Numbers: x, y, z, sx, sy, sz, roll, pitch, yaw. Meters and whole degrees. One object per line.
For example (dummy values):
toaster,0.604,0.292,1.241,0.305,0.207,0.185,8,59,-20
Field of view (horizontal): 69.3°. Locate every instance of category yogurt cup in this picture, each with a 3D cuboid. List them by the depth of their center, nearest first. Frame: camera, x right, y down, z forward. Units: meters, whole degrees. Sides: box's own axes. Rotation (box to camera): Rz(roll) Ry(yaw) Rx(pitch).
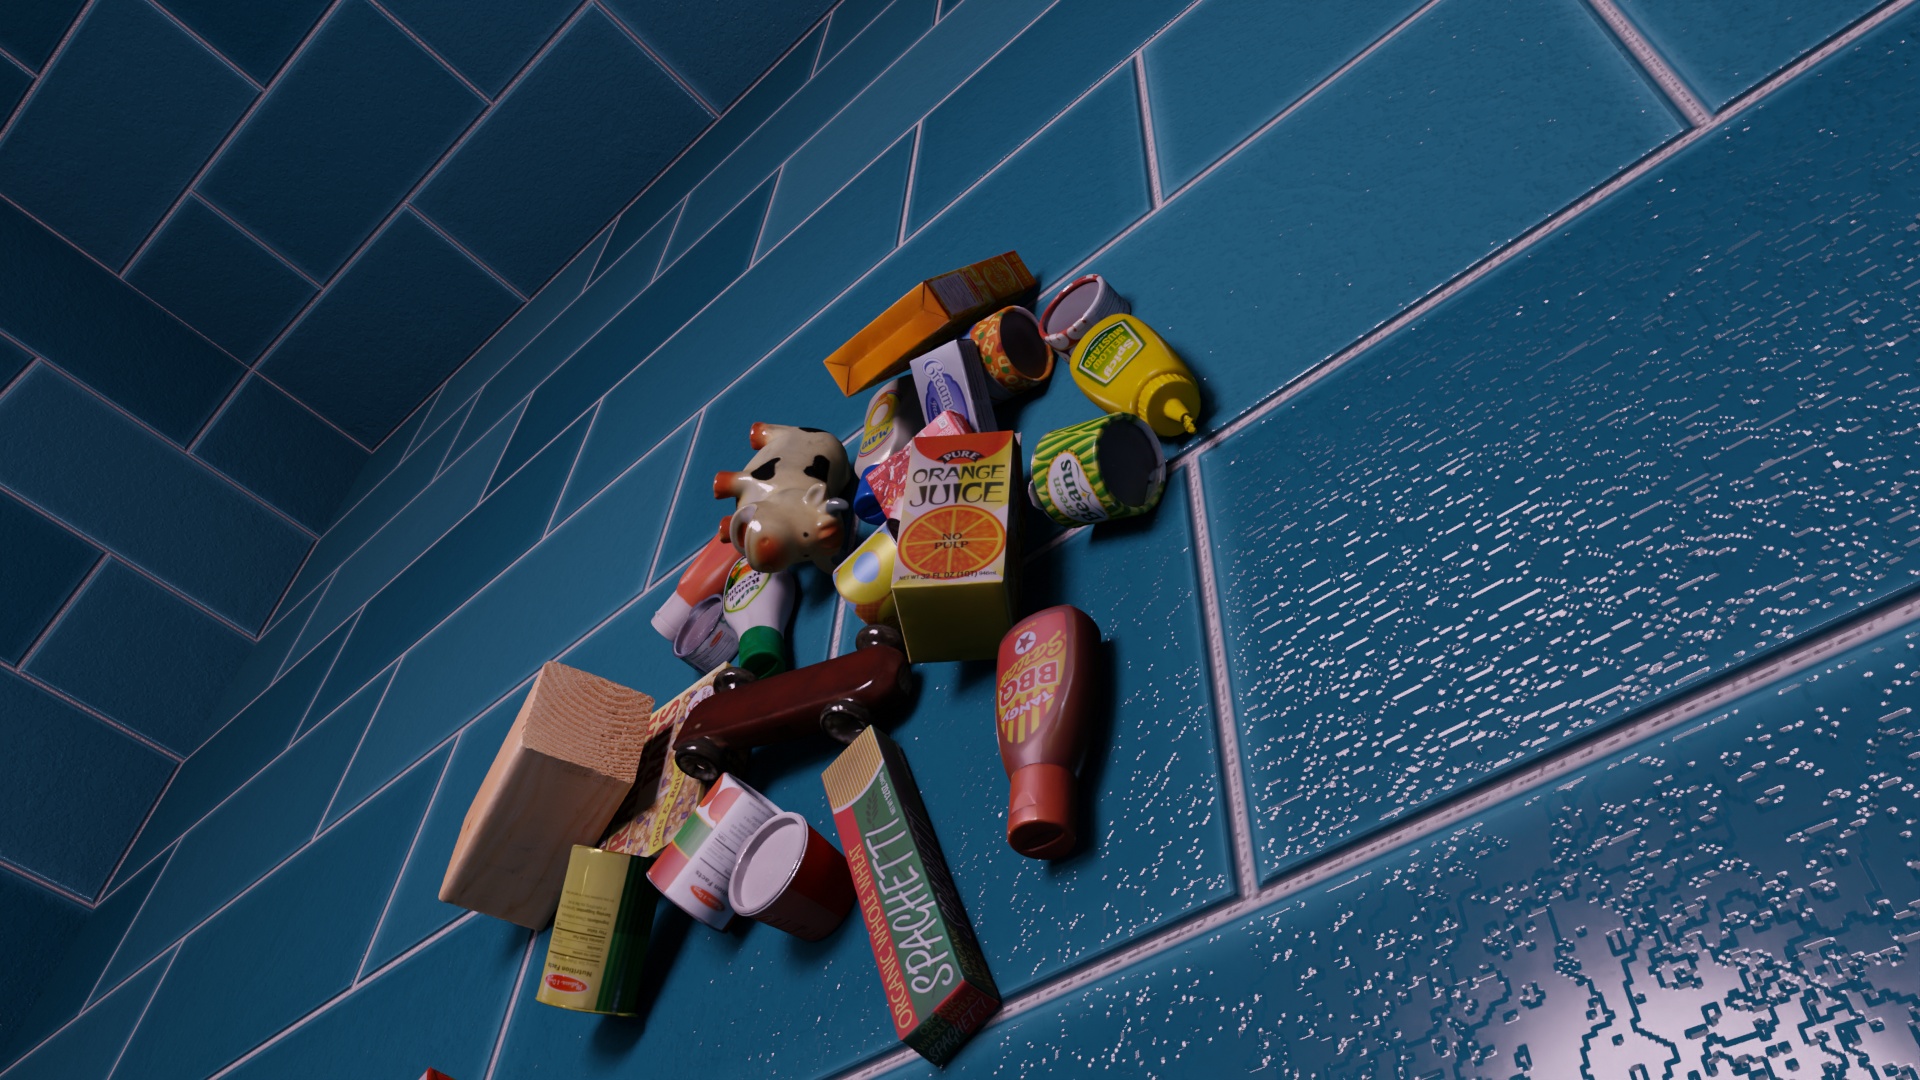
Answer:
yogurt cup,-0.100,0.209,0.850,0.072,0.054,0.073,-36,30,25

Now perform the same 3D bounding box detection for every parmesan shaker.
parmesan shaker,-0.240,0.264,0.945,0.071,0.071,0.103,-9,65,52

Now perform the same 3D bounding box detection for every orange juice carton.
orange juice carton,0.003,-0.012,0.931,0.072,0.072,0.194,-4,41,8

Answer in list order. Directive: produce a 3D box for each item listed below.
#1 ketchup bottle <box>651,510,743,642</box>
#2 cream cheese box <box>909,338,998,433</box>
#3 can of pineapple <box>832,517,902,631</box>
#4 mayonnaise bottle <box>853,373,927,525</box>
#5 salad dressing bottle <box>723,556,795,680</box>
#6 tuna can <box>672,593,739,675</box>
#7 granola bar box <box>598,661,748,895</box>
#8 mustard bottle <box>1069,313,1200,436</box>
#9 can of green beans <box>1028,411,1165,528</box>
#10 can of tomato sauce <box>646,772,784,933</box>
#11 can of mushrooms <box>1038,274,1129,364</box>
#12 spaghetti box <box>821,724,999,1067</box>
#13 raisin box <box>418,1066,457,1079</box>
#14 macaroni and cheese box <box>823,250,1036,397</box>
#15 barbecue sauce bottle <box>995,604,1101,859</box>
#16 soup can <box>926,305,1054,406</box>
ketchup bottle,-0.222,0.029,1.272,0.149,0.043,0.065,-49,27,1
cream cheese box,-0.002,-0.098,1.065,0.053,0.024,0.104,-21,80,40
can of pineapple,-0.048,0.028,0.993,0.057,0.071,0.071,-43,28,13
mayonnaise bottle,-0.059,-0.076,1.166,0.064,0.041,0.149,-29,33,32
salad dressing bottle,-0.164,0.064,1.140,0.064,0.044,0.148,-35,30,10
tuna can,-0.217,0.081,1.208,0.071,0.033,0.071,-35,30,25
granola bar box,-0.217,0.189,1.066,0.124,0.039,0.166,-35,31,26
mustard bottle,0.123,-0.104,0.925,0.065,0.048,0.161,-48,27,7
can of green beans,0.088,-0.044,0.882,0.057,0.071,0.071,-13,44,49
can of tomato sauce,-0.157,0.206,0.925,0.083,0.071,0.071,-53,27,-10
can of mushrooms,0.093,-0.170,1.071,0.071,0.033,0.071,-35,31,25
spaghetti box,-0.035,0.193,0.803,0.050,0.028,0.251,-46,27,8
raisin box,-0.359,0.423,0.925,0.123,0.086,0.040,-48,29,2
macaroni and cheese box,-0.022,-0.184,1.168,0.123,0.040,0.167,-32,1,34
barbecue sauce bottle,0.048,0.106,0.775,0.064,0.043,0.149,-31,32,29
soup can,0.022,-0.138,1.100,0.083,0.071,0.072,-22,38,42
